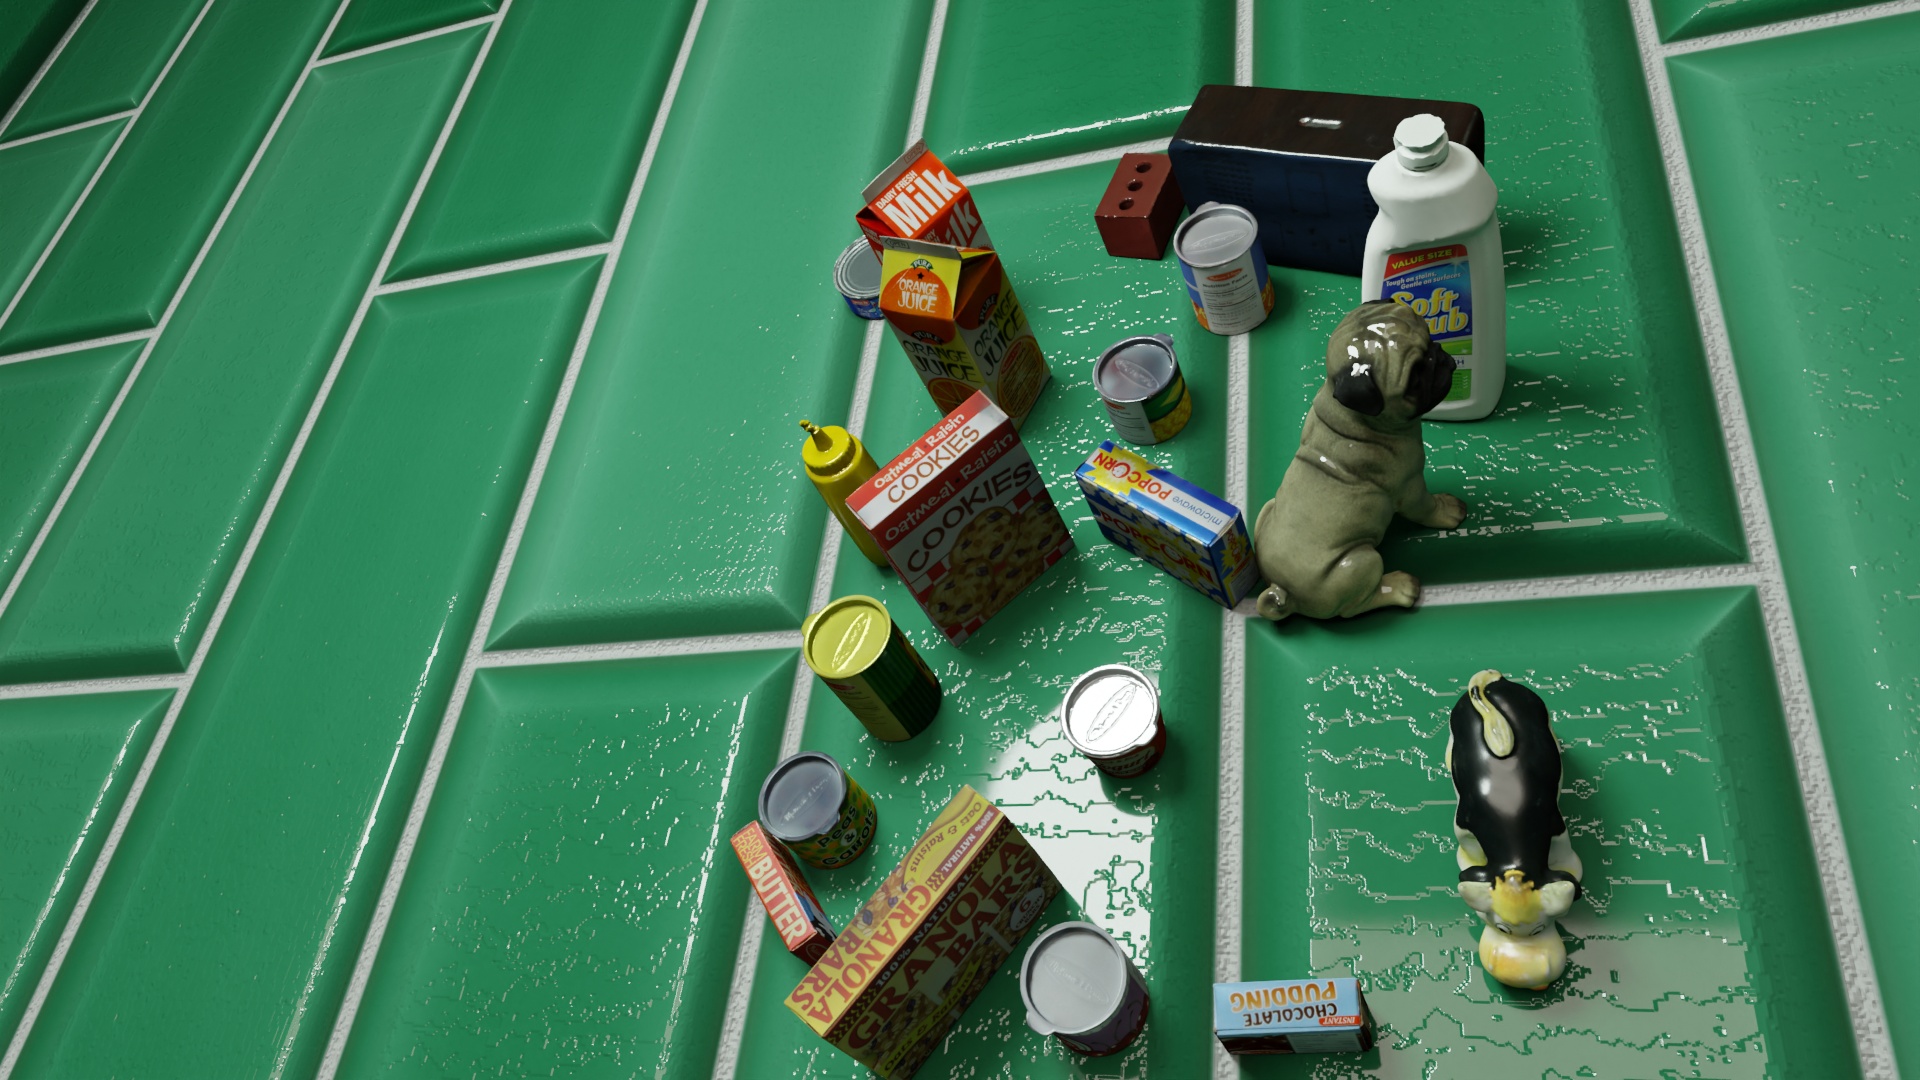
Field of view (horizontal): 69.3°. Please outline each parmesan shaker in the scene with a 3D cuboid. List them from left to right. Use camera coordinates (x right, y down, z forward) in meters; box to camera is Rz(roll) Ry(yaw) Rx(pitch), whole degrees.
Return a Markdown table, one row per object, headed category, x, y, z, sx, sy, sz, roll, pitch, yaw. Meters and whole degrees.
| category | x | y | z | sx | sy | sz | roll | pitch | yaw |
| --- | --- | --- | --- | --- | --- | --- | --- | --- | --- |
| parmesan shaker | -0.064 | 0.092 | 1.000 | 0.071 | 0.102 | 0.071 | -12 | 53 | 16 |

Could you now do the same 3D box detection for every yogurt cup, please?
| category | x | y | z | sx | sy | sz | roll | pitch | yaw |
| --- | --- | --- | --- | --- | --- | --- | --- | --- | --- |
| yogurt cup | 0.106 | 0.125 | 0.935 | 0.072 | 0.053 | 0.073 | -12 | 53 | 16 |

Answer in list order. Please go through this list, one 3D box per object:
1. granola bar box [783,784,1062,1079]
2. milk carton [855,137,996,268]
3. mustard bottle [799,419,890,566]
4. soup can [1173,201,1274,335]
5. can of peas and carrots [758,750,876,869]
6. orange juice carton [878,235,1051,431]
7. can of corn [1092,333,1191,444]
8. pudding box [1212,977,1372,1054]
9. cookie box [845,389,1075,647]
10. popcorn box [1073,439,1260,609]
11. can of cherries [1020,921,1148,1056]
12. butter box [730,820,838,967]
| category | x | y | z | sx | sy | sz | roll | pitch | yaw |
| --- | --- | --- | --- | --- | --- | --- | --- | --- | --- |
| granola bar box | -0.016 | 0.247 | 0.857 | 0.039 | 0.123 | 0.166 | 31 | 73 | 36 |
| milk carton | -0.023 | -0.244 | 1.162 | 0.072 | 0.190 | 0.073 | -46 | 52 | -11 |
| mustard bottle | -0.083 | -0.043 | 1.067 | 0.049 | 0.159 | 0.065 | -29 | 51 | 3 |
| soup can | 0.212 | -0.217 | 1.111 | 0.071 | 0.083 | 0.072 | -12 | 53 | 16 |
| can of peas and carrots | -0.098 | 0.191 | 0.974 | 0.071 | 0.058 | 0.071 | -12 | 53 | 16 |
| orange juice carton | 0.000 | -0.170 | 1.099 | 0.072 | 0.192 | 0.073 | 16 | 65 | 32 |
| can of corn | 0.145 | -0.119 | 1.087 | 0.071 | 0.058 | 0.071 | -12 | 53 | 16 |
| pudding box | 0.190 | 0.274 | 0.797 | 0.083 | 0.049 | 0.030 | -9 | 54 | 18 |
| cookie box | 0.004 | -0.013 | 1.003 | 0.123 | 0.166 | 0.040 | -40 | 51 | -7 |
| popcorn box | 0.148 | -0.012 | 0.993 | 0.127 | 0.085 | 0.038 | 32 | 74 | 37 |
| can of cherries | 0.074 | 0.274 | 0.841 | 0.071 | 0.058 | 0.072 | -12 | 53 | 16 |
| butter box | -0.118 | 0.244 | 0.950 | 0.024 | 0.053 | 0.104 | -37 | 51 | -4 |
